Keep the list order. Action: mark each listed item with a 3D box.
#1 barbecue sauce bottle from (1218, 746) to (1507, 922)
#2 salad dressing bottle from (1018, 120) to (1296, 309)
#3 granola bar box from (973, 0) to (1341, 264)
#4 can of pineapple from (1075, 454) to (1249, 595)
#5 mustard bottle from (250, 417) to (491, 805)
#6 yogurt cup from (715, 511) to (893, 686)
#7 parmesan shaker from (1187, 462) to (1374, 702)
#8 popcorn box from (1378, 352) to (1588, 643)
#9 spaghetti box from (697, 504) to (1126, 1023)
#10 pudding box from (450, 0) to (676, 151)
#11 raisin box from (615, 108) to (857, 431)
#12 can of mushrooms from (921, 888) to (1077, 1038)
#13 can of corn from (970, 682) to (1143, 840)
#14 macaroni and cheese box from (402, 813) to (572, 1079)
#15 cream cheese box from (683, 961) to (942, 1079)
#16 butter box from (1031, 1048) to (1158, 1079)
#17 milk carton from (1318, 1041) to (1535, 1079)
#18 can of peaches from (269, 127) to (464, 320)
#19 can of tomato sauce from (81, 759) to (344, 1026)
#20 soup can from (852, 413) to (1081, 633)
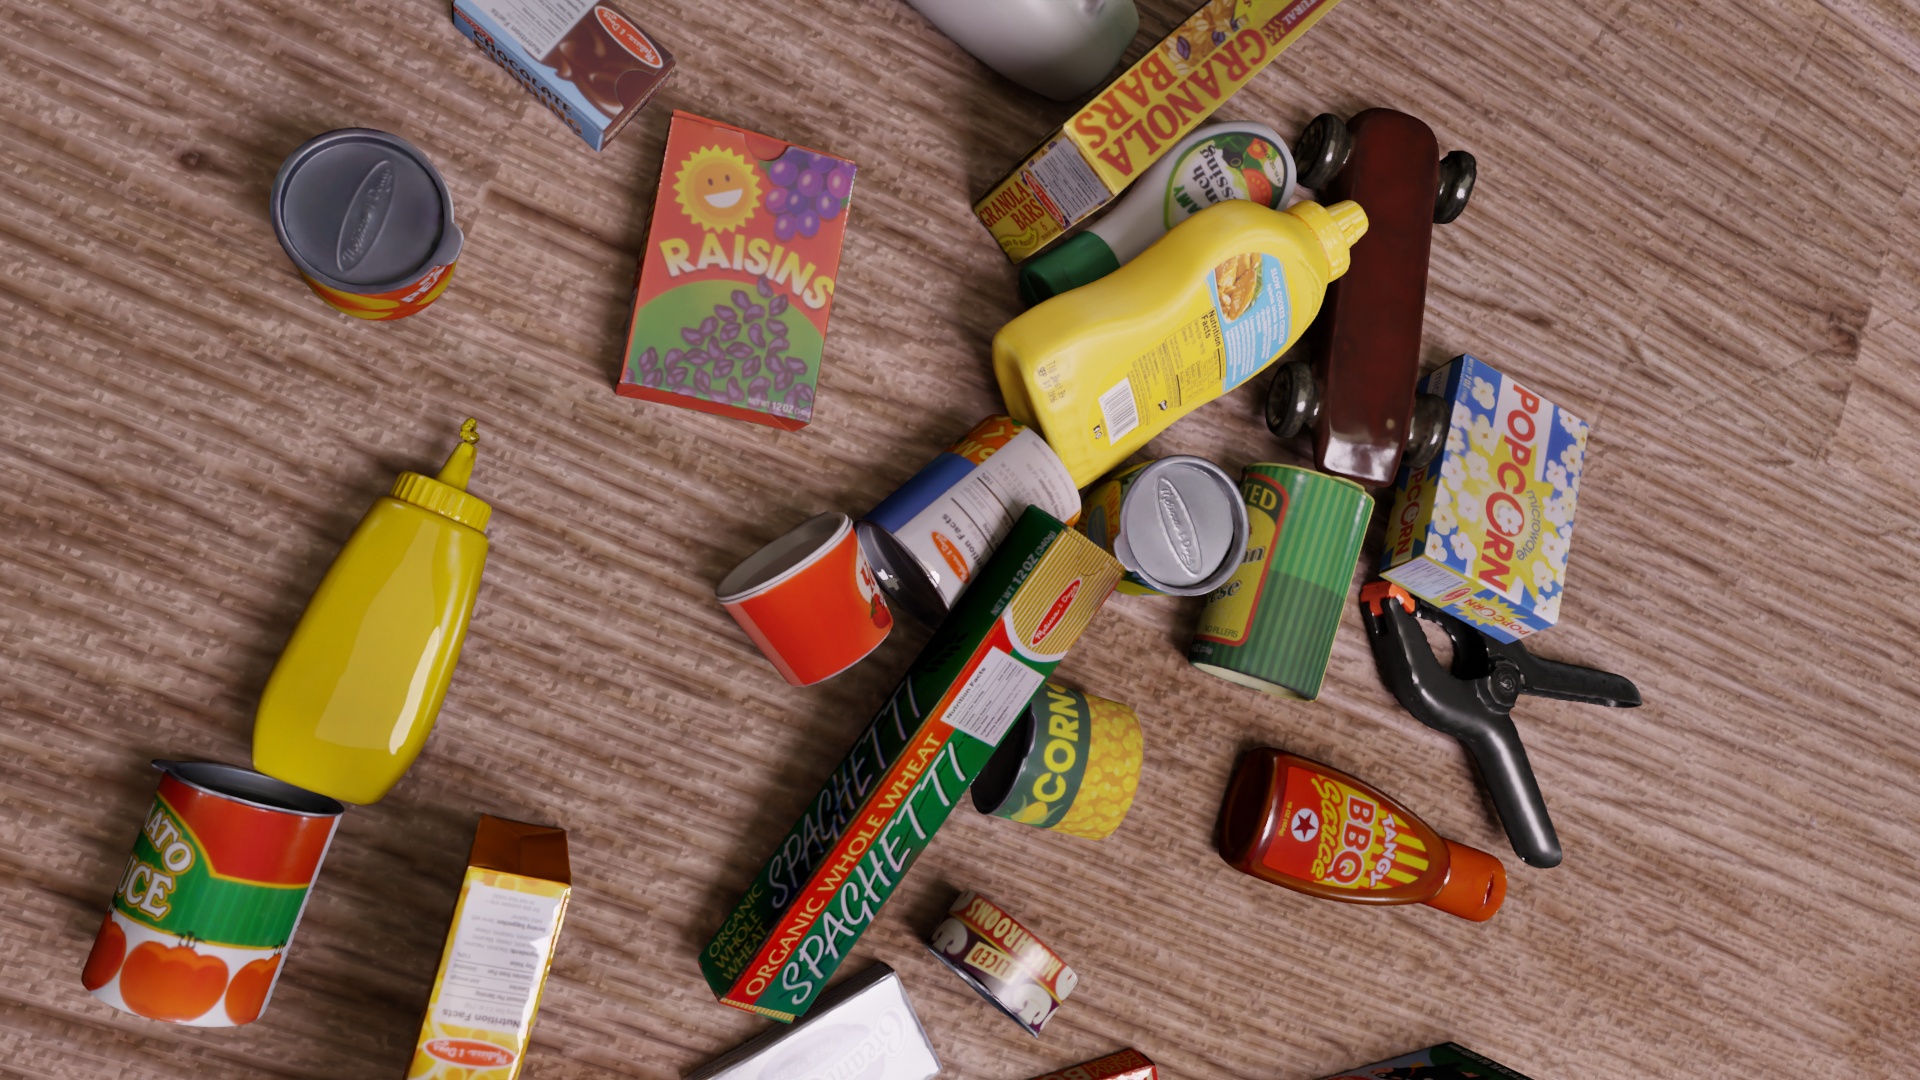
[{"bbox_3d":[0.206,0.155,0.703,0.148,0.043,0.065,21,80,-16],"label":"barbecue sauce bottle"},{"bbox_3d":[0.097,-0.154,0.684,0.148,0.044,0.064,-34,102,-16],"label":"salad dressing bottle"},{"bbox_3d":[0.091,-0.206,0.643,0.166,0.124,0.039,-43,100,-15],"label":"granola bar box"},{"bbox_3d":[0.094,-0.006,0.668,0.071,0.058,0.071,1,87,-18],"label":"can of pineapple"},{"bbox_3d":[-0.229,0.024,0.568,0.065,0.048,0.160,24,80,-15],"label":"mustard bottle"},{"bbox_3d":[-0.066,0.028,0.613,0.072,0.072,0.054,-34,106,-16],"label":"yogurt cup"},{"bbox_3d":[0.157,0.021,0.680,0.071,0.071,0.103,21,81,-16],"label":"parmesan shaker"},{"bbox_3d":[0.273,-0.023,0.720,0.085,0.038,0.127,27,64,-13],"label":"popcorn box"},{"bbox_3d":[-0.021,0.098,0.601,0.250,0.029,0.050,-54,134,1],"label":"spaghetti box"},{"bbox_3d":[-0.174,-0.218,0.608,0.083,0.030,0.050,40,76,-12],"label":"pudding box"},{"bbox_3d":[-0.101,-0.118,0.622,0.086,0.040,0.123,12,83,-16],"label":"raisin box"},{"bbox_3d":[0.018,0.190,0.627,0.071,0.071,0.033,44,74,-11],"label":"can of mushrooms"},{"bbox_3d":[0.045,0.100,0.640,0.058,0.071,0.071,17,82,-17],"label":"can of corn"},{"bbox_3d":[-0.190,0.199,0.532,0.040,0.123,0.166,16,83,-15],"label":"macaroni and cheese box"},{"bbox_3d":[-0.065,0.239,0.621,0.104,0.024,0.053,-26,96,-17],"label":"cream cheese box"},{"bbox_3d":[0.046,0.281,0.655,0.104,0.024,0.053,-10,91,-18],"label":"butter box"},{"bbox_3d":[0.188,0.311,0.674,0.191,0.072,0.073,-8,90,-19],"label":"milk carton"},{"bbox_3d":[-0.239,-0.126,0.568,0.071,0.058,0.071,1,87,-18],"label":"can of peaches"},{"bbox_3d":[-0.288,0.134,0.533,0.071,0.071,0.083,20,82,-16],"label":"can of tomato sauce"},{"bbox_3d":[0.002,-0.008,0.635,0.084,0.071,0.071,-40,99,-20],"label":"soup can"}]
